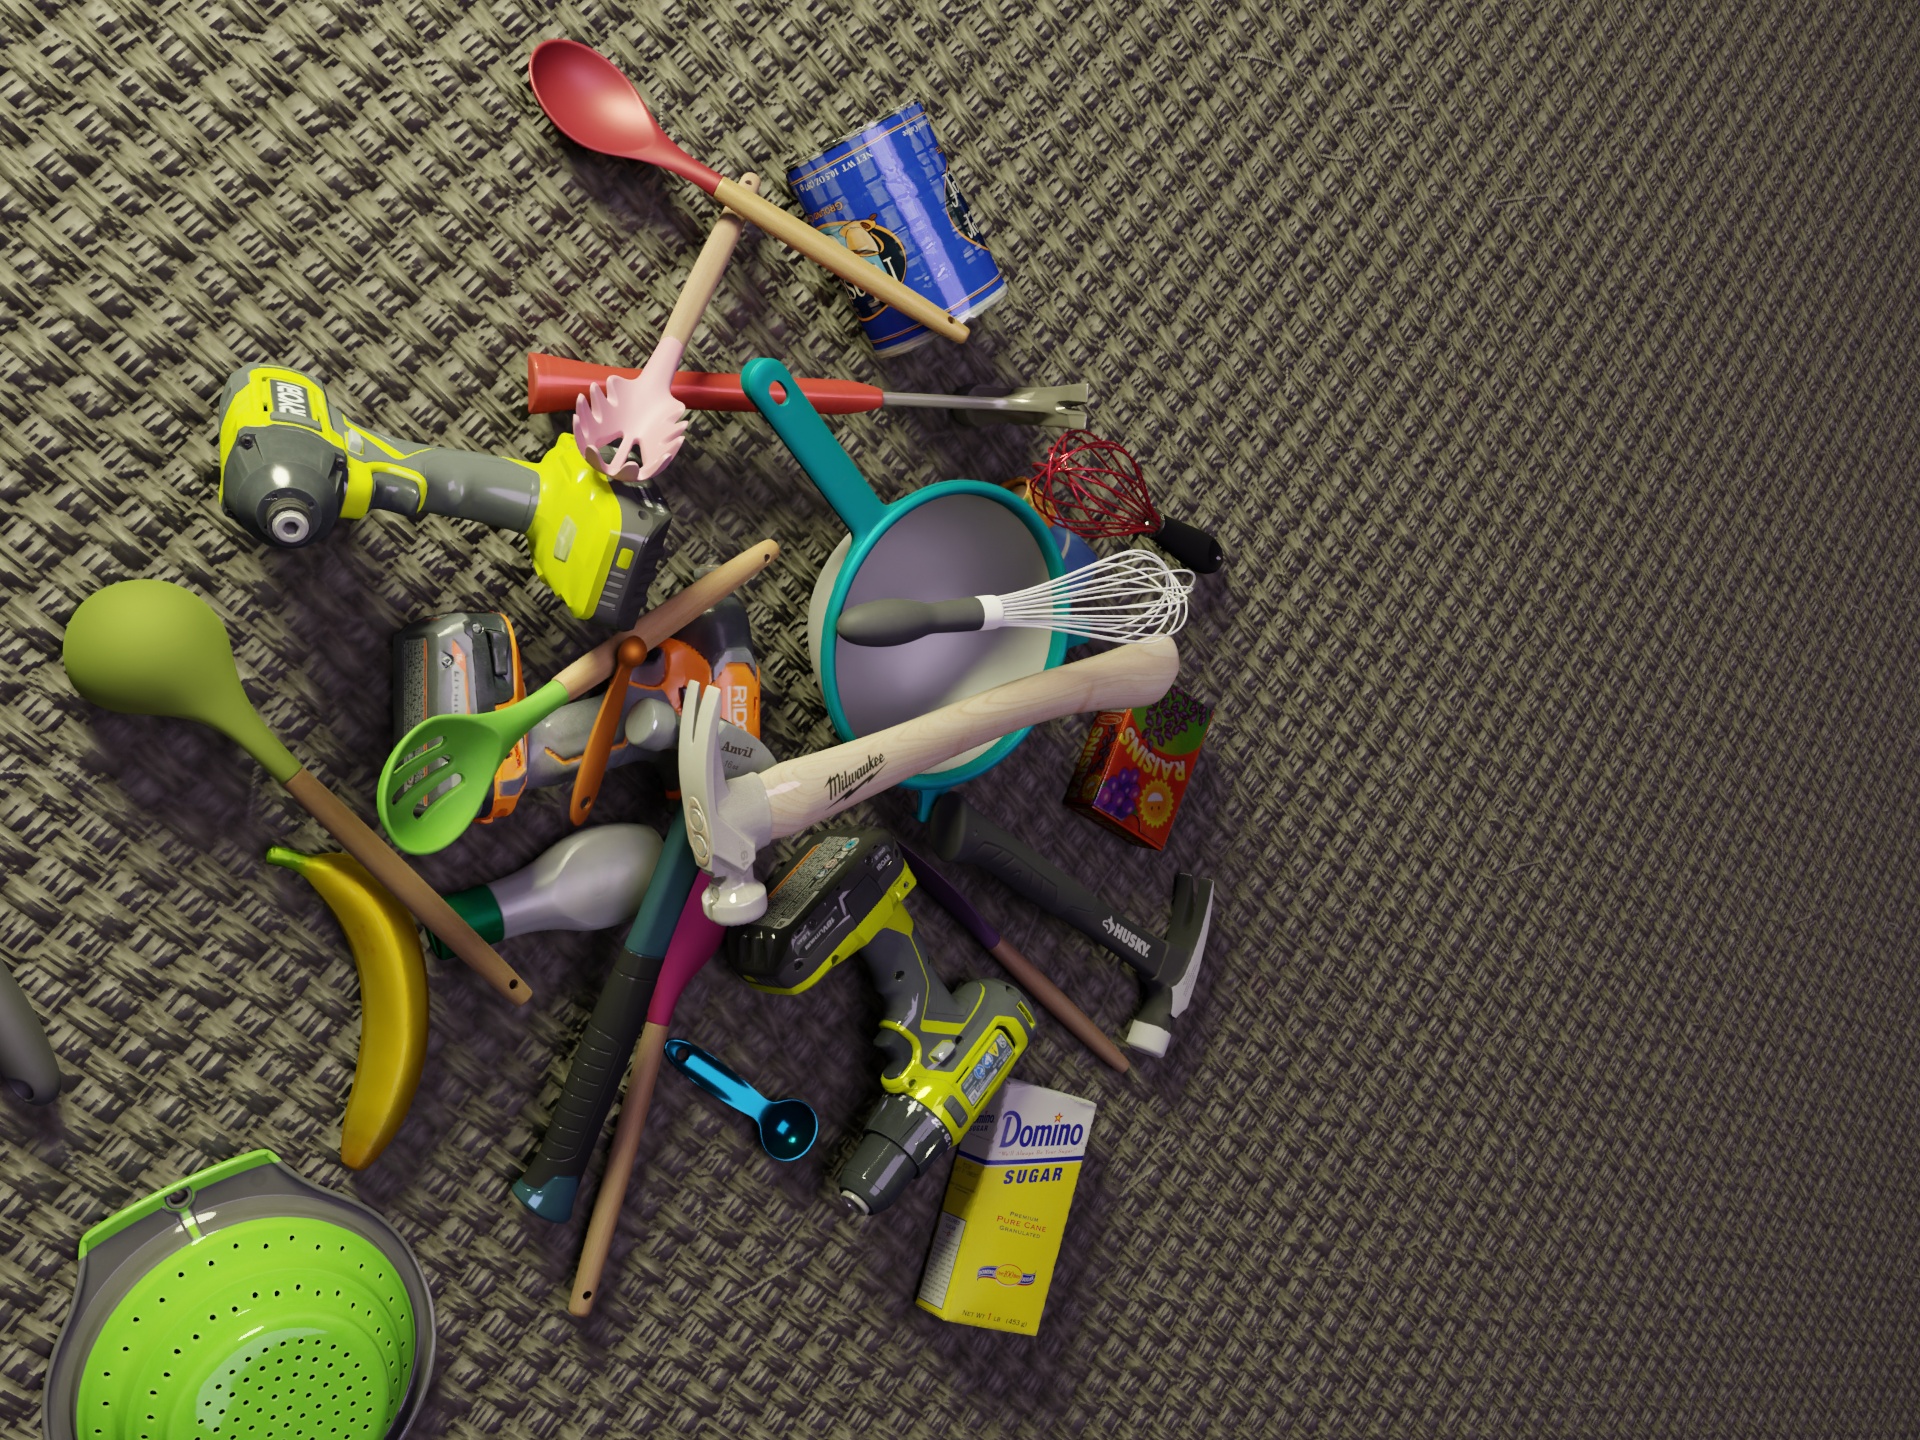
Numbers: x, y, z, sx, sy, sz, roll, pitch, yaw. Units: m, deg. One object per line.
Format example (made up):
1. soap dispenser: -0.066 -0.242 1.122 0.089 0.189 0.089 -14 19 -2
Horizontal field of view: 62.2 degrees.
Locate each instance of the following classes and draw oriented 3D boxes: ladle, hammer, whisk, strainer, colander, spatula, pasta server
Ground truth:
1. ladle: -0.130 -0.326 1.009 0.315 0.031 0.069 29 60 -13
2. hammer: -0.199 0.153 0.971 0.128 0.033 0.331 18 96 -44
3. whisk: 0.042 -0.073 1.055 0.284 0.070 0.070 -8 96 -33
4. strainer: -0.061 -0.106 1.054 0.211 0.095 0.340 -50 128 -17
5. hammer: -0.098 -0.211 1.033 0.359 0.149 0.036 -4 102 -29
6. hammer: 0.087 0.133 1.185 0.334 0.035 0.146 38 69 -43
7. colander: -0.355 0.441 0.880 0.204 0.094 0.397 -24 104 -33
8. whisk: -0.507 0.090 0.794 0.055 0.055 0.238 -28 111 -32
9. whisk: 0.134 -0.153 1.194 0.295 0.073 0.073 15 82 -58
10. spatula: 0.040 0.179 1.187 0.018 0.060 0.315 -52 123 -15
11. pasta server: -0.164 -0.247 0.957 0.060 0.040 0.316 22 49 -10
12. ladle: -0.355 0.050 0.881 0.320 0.062 0.078 51 53 -23
13. hammer: -0.002 -0.003 1.041 0.410 0.038 0.146 -20 115 -38

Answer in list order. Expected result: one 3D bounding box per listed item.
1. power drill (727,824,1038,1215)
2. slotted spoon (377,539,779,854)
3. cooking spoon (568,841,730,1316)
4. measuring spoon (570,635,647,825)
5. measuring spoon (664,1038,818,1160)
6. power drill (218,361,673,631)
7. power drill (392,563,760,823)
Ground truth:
1. power drill: -0.057 0.205 1.091 0.190 0.080 0.228 -48 118 -32
2. slotted spoon: -0.211 -0.028 0.915 0.314 0.031 0.070 -42 133 -38
3. cooking spoon: -0.202 0.221 1.026 0.068 0.017 0.319 19 79 -28
4. measuring spoon: -0.202 0.007 0.915 0.021 0.011 0.117 6 104 -63
5. measuring spoon: -0.151 0.251 1.073 0.128 0.021 0.042 41 71 -19
6. power drill: -0.280 -0.119 0.863 0.223 0.171 0.080 10 114 -31
7. power drill: -0.223 -0.018 0.974 0.226 0.084 0.164 -1 91 -40
